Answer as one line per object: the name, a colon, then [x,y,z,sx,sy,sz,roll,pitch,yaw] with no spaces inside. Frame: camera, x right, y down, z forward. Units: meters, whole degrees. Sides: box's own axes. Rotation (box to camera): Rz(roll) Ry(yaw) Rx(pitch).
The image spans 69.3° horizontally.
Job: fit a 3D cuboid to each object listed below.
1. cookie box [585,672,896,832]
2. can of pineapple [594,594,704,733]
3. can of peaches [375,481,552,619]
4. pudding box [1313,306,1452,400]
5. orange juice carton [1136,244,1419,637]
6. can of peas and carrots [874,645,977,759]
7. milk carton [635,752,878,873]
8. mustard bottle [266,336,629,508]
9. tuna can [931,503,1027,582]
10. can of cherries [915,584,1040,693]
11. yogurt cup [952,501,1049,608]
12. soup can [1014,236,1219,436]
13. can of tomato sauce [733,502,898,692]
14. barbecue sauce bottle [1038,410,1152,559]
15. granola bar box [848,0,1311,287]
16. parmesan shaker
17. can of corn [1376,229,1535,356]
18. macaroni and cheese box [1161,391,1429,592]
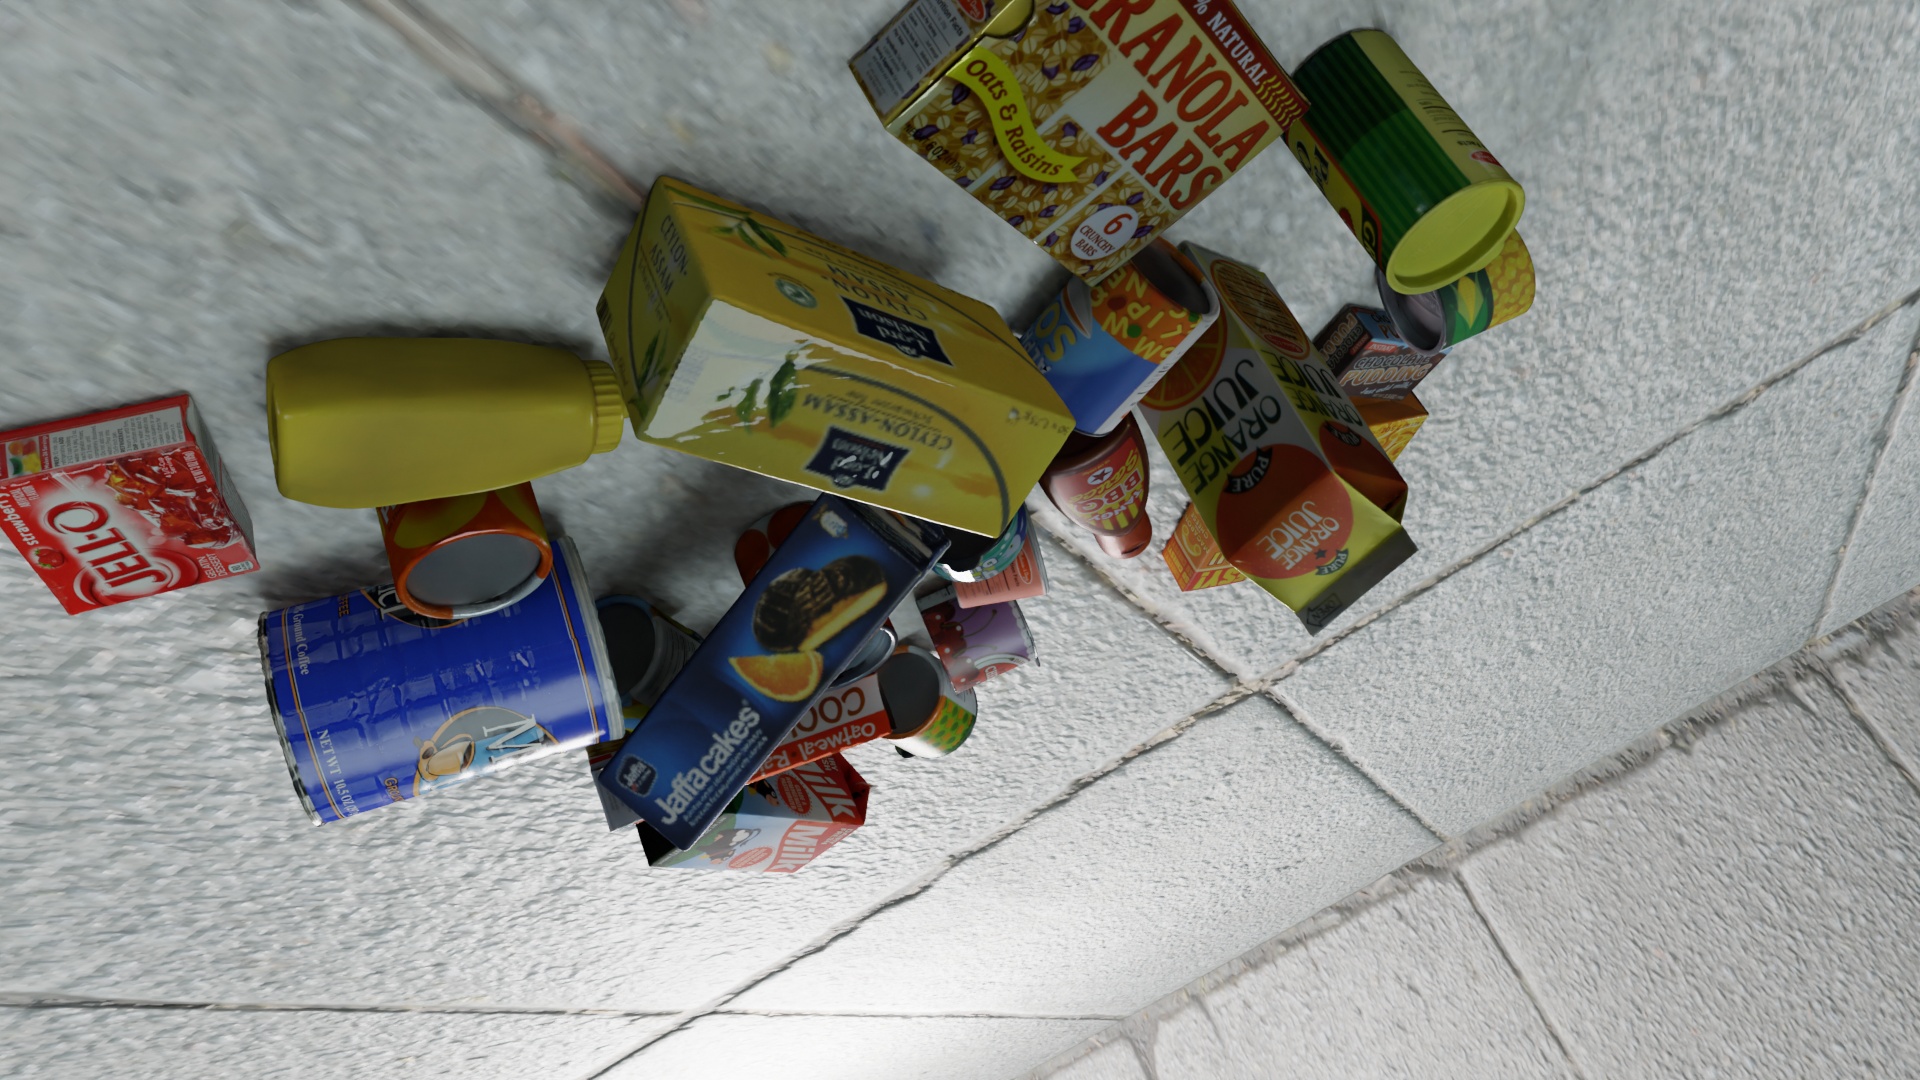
cookie box: [-0.135,0.115,0.827,0.168,0.040,0.123,-17,-173,-16]
can of pineapple: [-0.178,0.069,0.755,0.071,0.071,0.057,-30,150,6]
can of peaches: [-0.217,-0.008,0.603,0.071,0.058,0.071,-20,151,-11]
pudding box: [0.252,-0.113,0.842,0.084,0.030,0.049,-1,141,-39]
orange juice carton: [0.153,-0.051,0.693,0.073,0.193,0.071,7,138,-43]
can of peas and carrots: [-0.031,0.112,0.943,0.071,0.071,0.058,-31,150,9]
milk carton: [-0.136,0.182,0.967,0.072,0.074,0.190,-37,150,19]
mustard bottle: [-0.191,-0.051,0.563,0.161,0.049,0.065,-7,143,-32]
tuna can: [0.003,-0.010,0.767,0.071,0.071,0.032,-28,152,3]
can of cherries: [0.011,0.059,0.887,0.058,0.072,0.071,-24,151,-4]
yogurt cup: [0.018,0.006,0.815,0.054,0.072,0.072,-17,151,-1]
soup can: [0.073,-0.104,0.677,0.071,0.071,0.083,5,138,-44]
can of tomato sauce: [-0.079,0.030,0.752,0.071,0.083,0.071,-20,151,-12]
barbecue sauce bottle: [0.084,-0.033,0.824,0.065,0.044,0.148,-29,152,4]
granola bar box: [0.054,-0.181,0.558,0.124,0.039,0.165,-38,150,20]
parmesan shaker: [0.196,-0.170,0.626,0.071,0.103,0.071,-19,150,-11]
can of corn: [0.274,-0.146,0.770,0.058,0.071,0.071,-24,151,-6]
macaroni and cheese box: [0.220,-0.035,0.935,0.124,0.040,0.165,-12,148,-23]
